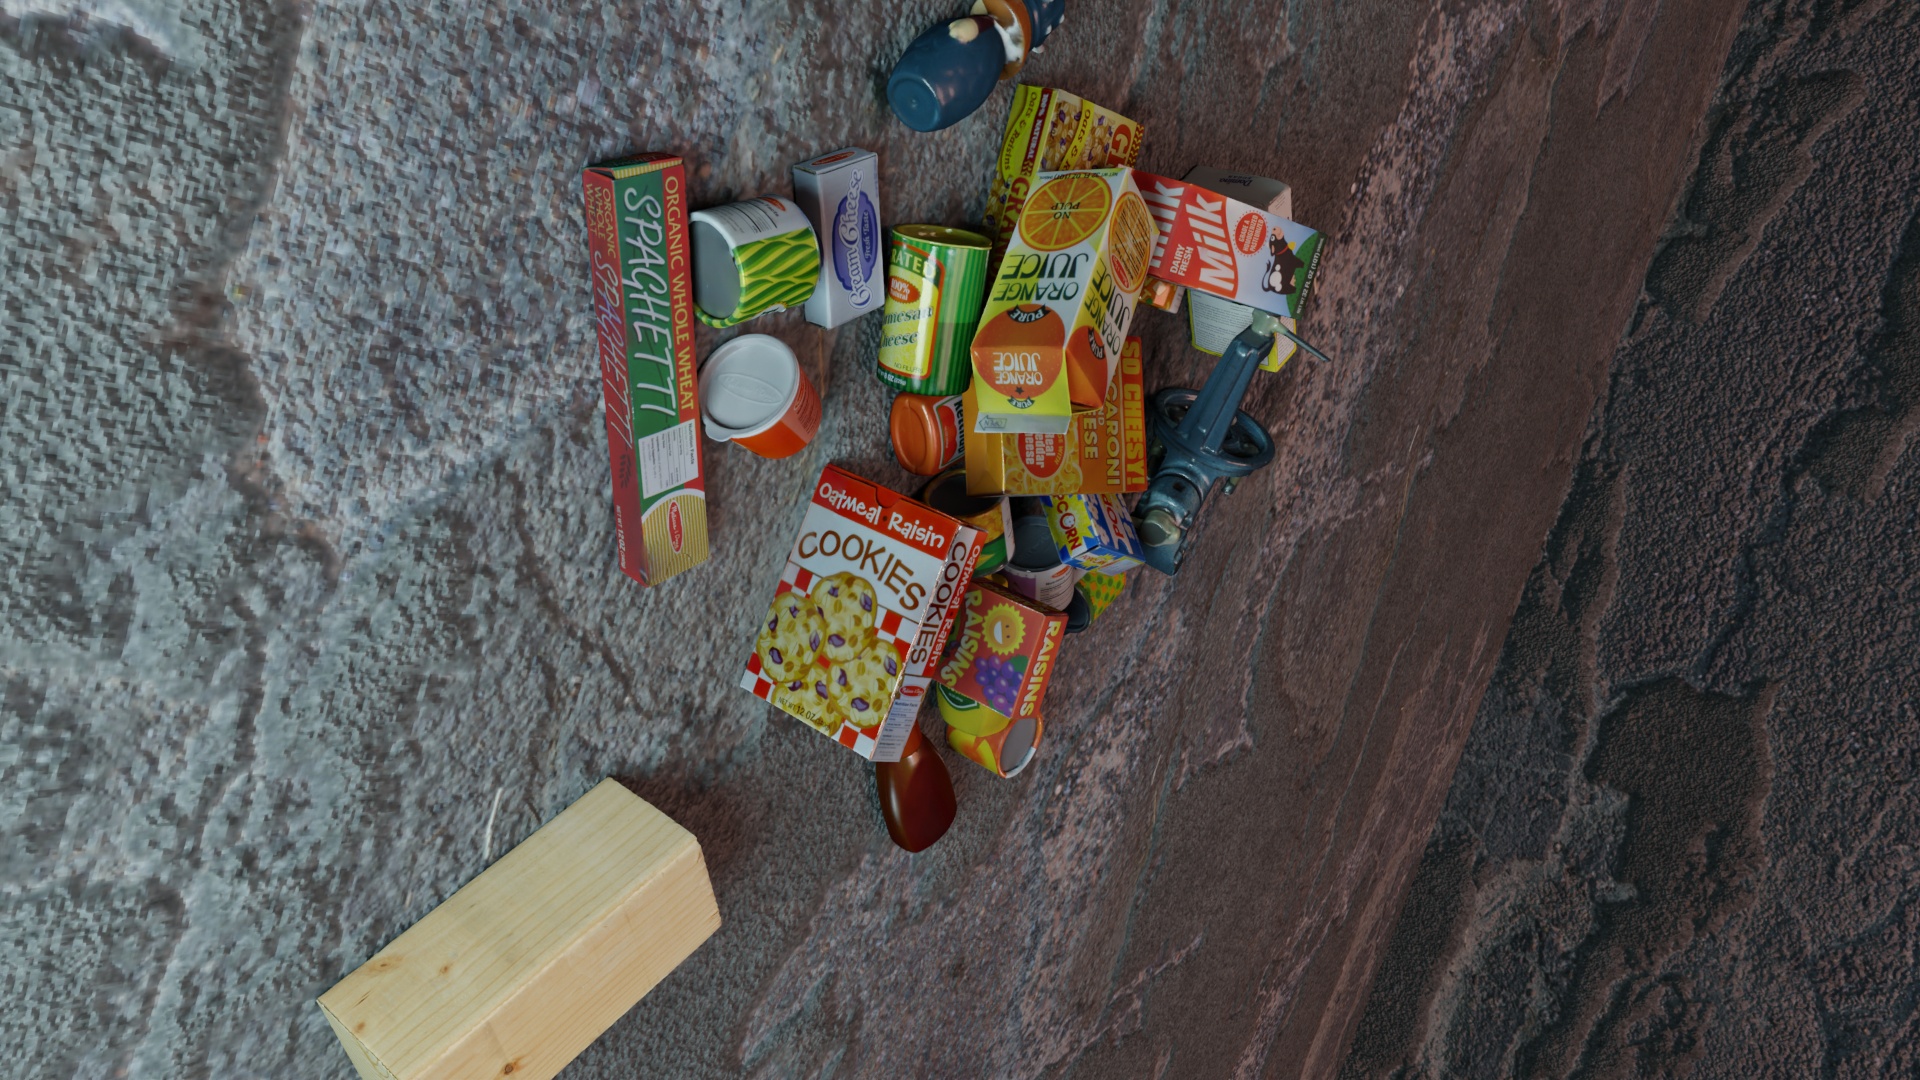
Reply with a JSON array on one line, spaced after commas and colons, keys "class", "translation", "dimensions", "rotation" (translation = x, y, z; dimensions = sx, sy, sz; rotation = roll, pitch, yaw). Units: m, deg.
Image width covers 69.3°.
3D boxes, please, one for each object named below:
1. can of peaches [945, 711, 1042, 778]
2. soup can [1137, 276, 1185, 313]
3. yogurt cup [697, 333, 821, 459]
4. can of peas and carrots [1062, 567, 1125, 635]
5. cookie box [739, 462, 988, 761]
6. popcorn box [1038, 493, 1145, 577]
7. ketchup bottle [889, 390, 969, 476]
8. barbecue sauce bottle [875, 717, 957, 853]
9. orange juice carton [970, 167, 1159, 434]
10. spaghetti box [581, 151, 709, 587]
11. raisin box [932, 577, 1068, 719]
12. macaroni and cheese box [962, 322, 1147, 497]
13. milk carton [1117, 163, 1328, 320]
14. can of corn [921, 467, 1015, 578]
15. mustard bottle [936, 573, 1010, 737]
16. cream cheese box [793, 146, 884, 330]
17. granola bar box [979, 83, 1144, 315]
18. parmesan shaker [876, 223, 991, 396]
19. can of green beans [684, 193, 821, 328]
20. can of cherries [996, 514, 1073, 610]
[{"class": "can of peaches", "translation": [0.030, 0.162, 1.198], "dimensions": [0.071, 0.058, 0.071], "rotation": [-32, 134, -40]}, {"class": "soup can", "translation": [0.157, -0.236, 1.135], "dimensions": [0.071, 0.071, 0.083], "rotation": [5, 106, -55]}, {"class": "yogurt cup", "translation": [-0.119, -0.084, 0.842], "dimensions": [0.072, 0.072, 0.054], "rotation": [-61, 154, -9]}, {"class": "can of peas and carrots", "translation": [0.103, 0.040, 1.221], "dimensions": [0.059, 0.071, 0.070], "rotation": [-41, 139, -34]}, {"class": "cookie box", "translation": [-0.067, 0.047, 0.937], "dimensions": [0.040, 0.123, 0.167], "rotation": [17, 95, -57]}, {"class": "popcorn box", "translation": [0.098, -0.038, 1.126], "dimensions": [0.085, 0.038, 0.127], "rotation": [17, 50, -57]}, {"class": "ketchup bottle", "translation": [0.012, -0.101, 1.031], "dimensions": [0.149, 0.043, 0.064], "rotation": [-31, 126, -43]}, {"class": "barbecue sauce bottle", "translation": [-0.042, 0.186, 1.127], "dimensions": [0.065, 0.044, 0.147], "rotation": [-44, 139, -31]}, {"class": "orange juice carton", "translation": [0.068, -0.154, 0.937], "dimensions": [0.073, 0.072, 0.193], "rotation": [48, 55, -50]}, {"class": "spaghetti box", "translation": [-0.176, -0.093, 0.788], "dimensions": [0.050, 0.029, 0.248], "rotation": [-29, 131, -43]}, {"class": "raisin box", "translation": [0.013, 0.074, 1.065], "dimensions": [0.040, 0.123, 0.086], "rotation": [7, 103, -55]}, {"class": "macaroni and cheese box", "translation": [0.071, -0.095, 1.030], "dimensions": [0.167, 0.040, 0.123], "rotation": [-3, 90, -46]}, {"class": "milk carton", "translation": [0.182, -0.228, 1.064], "dimensions": [0.191, 0.073, 0.072], "rotation": [10, 102, -34]}, {"class": "can of corn", "translation": [0.004, -0.013, 1.054], "dimensions": [0.071, 0.071, 0.058], "rotation": [-40, 138, -34]}, {"class": "mustard bottle", "translation": [0.015, 0.078, 1.127], "dimensions": [0.049, 0.065, 0.159], "rotation": [-17, 116, -44]}, {"class": "cream cheese box", "translation": [-0.075, -0.190, 0.874], "dimensions": [0.053, 0.024, 0.103], "rotation": [-32, 133, -40]}, {"class": "granola bar box", "translation": [0.069, -0.241, 1.032], "dimensions": [0.124, 0.039, 0.165], "rotation": [-2, 110, -53]}, {"class": "parmesan shaker", "translation": [-0.017, -0.154, 0.933], "dimensions": [0.071, 0.071, 0.102], "rotation": [-18, 123, -49]}, {"class": "can of green beans", "translation": [-0.123, -0.159, 0.789], "dimensions": [0.058, 0.071, 0.071], "rotation": [-28, 131, -43]}, {"class": "can of cherries", "translation": [0.060, 0.020, 1.149], "dimensions": [0.072, 0.071, 0.058], "rotation": [-42, 145, -32]}]
